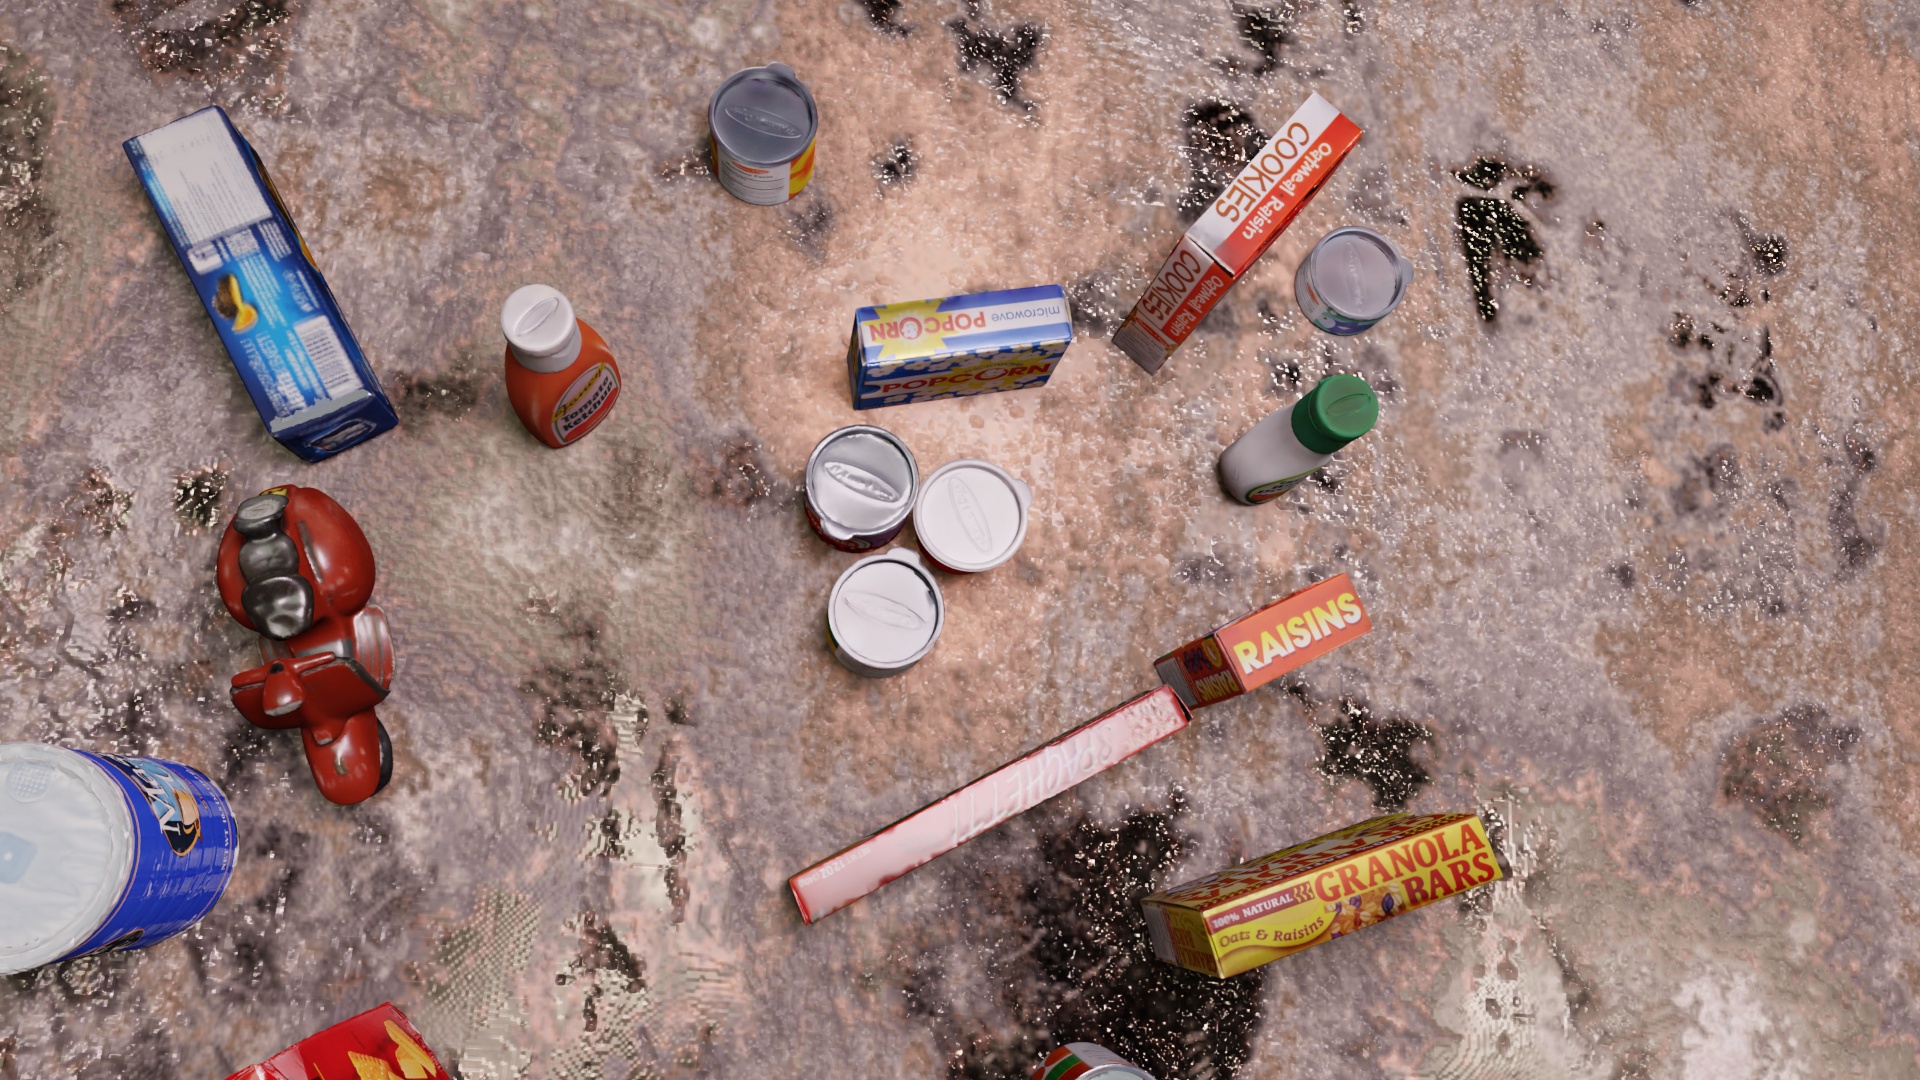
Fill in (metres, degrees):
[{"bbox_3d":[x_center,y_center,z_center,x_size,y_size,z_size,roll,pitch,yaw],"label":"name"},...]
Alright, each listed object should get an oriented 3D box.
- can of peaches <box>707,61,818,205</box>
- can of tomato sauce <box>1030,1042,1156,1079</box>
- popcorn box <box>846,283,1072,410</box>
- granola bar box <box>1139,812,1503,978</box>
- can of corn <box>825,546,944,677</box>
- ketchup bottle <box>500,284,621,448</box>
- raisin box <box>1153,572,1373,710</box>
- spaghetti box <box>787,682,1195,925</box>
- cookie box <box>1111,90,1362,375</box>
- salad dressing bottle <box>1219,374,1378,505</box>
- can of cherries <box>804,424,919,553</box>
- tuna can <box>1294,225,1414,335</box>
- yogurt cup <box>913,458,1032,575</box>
[{"bbox_3d":[-0.122,-0.253,0.867,0.071,0.058,0.071,2,78,-8],"label":"can of peaches"},{"bbox_3d":[0.074,0.315,0.757,0.071,0.083,0.071,2,78,-8],"label":"can of tomato sauce"},{"bbox_3d":[-0.003,-0.116,0.840,0.127,0.085,0.038,-9,80,-10],"label":"popcorn box"},{"bbox_3d":[0.196,0.195,0.780,0.166,0.124,0.039,-16,81,-11],"label":"granola bar box"},{"bbox_3d":[-0.045,0.043,0.813,0.071,0.058,0.071,2,78,-8],"label":"can of corn"},{"bbox_3d":[-0.225,-0.098,0.771,0.043,0.148,0.065,41,76,2],"label":"ketchup bottle"},{"bbox_3d":[0.173,0.061,0.807,0.086,0.123,0.040,-23,82,-12],"label":"raisin box"},{"bbox_3d":[0.018,0.150,0.802,0.251,0.050,0.029,-25,83,-13],"label":"spaghetti box"},{"bbox_3d":[0.161,-0.178,0.835,0.040,0.167,0.123,41,76,2],"label":"cookie box"},{"bbox_3d":[0.200,-0.059,0.825,0.064,0.147,0.044,-20,82,-12],"label":"salad dressing bottle"},{"bbox_3d":[-0.062,-0.027,0.825,0.071,0.058,0.071,2,78,-8],"label":"can of cherries"},{"bbox_3d":[0.259,-0.171,0.918,0.071,0.032,0.071,2,78,-8],"label":"tuna can"},{"bbox_3d":[0.003,-0.010,0.834,0.072,0.054,0.072,2,78,-8],"label":"yogurt cup"}]
